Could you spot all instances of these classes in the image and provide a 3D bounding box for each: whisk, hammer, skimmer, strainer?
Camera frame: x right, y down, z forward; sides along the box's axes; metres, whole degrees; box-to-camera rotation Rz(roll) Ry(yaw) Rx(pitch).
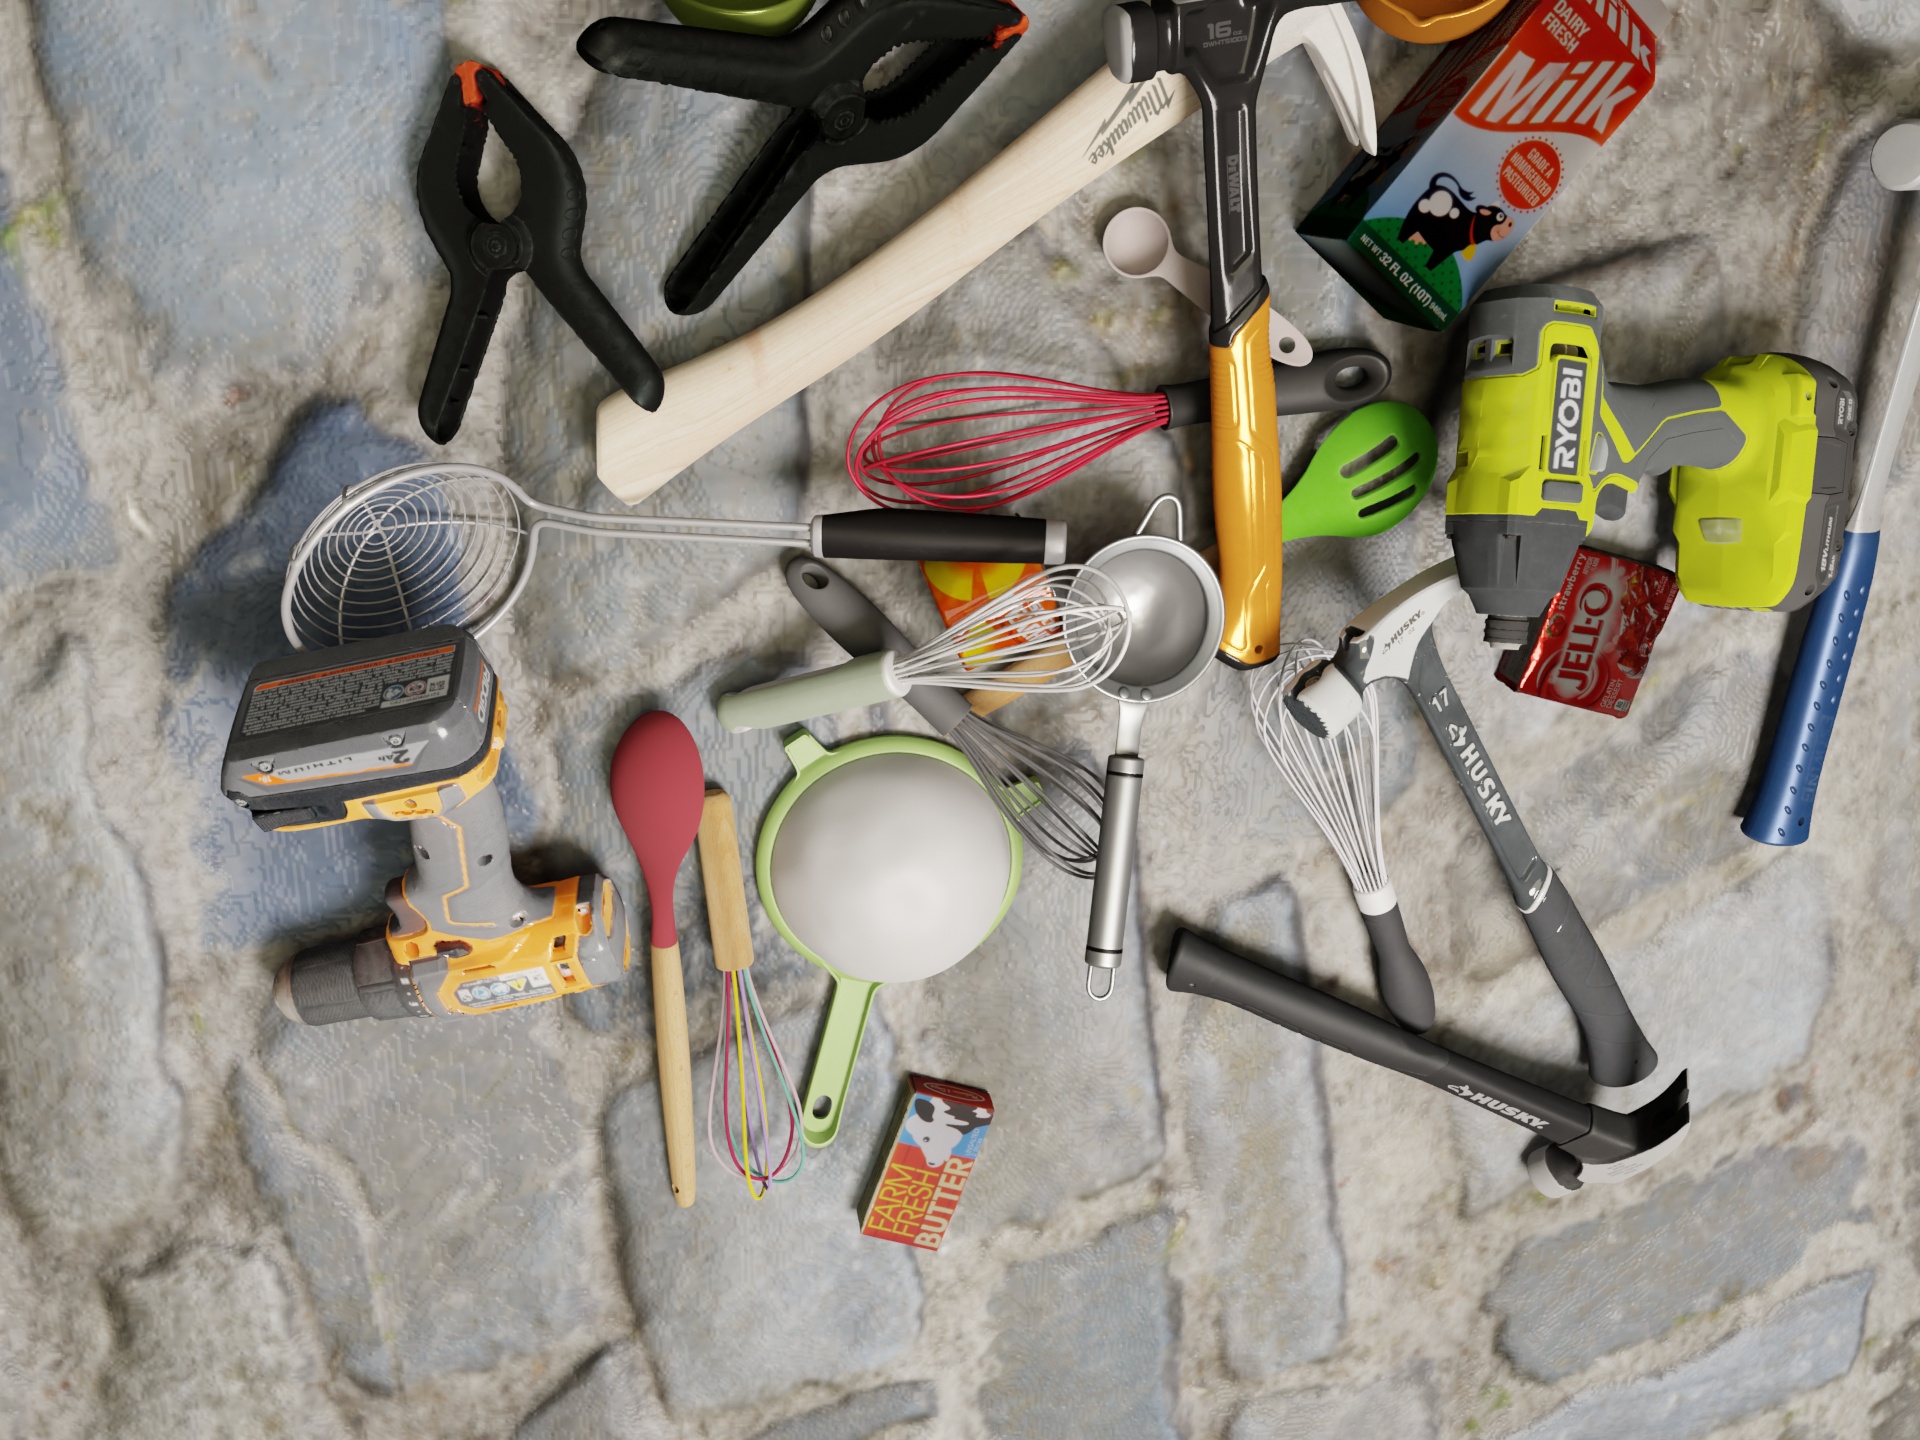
[{"bbox_3d":[0.229,0.074,0.917,0.070,0.070,0.284,-24,116,0],"label":"whisk"},{"bbox_3d":[0.000,-0.004,0.839,0.239,0.055,0.055,43,98,-6],"label":"whisk"},{"bbox_3d":[0.143,-0.176,0.770,0.127,0.034,0.336,-14,122,-9],"label":"hammer"},{"bbox_3d":[0.000,-0.224,0.764,0.410,0.038,0.146,-33,121,10],"label":"hammer"},{"bbox_3d":[-0.131,-0.068,0.762,0.363,0.090,0.127,2,145,0],"label":"skimmer"},{"bbox_3d":[-0.123,0.157,0.889,0.051,0.047,0.245,5,108,34],"label":"whisk"},{"bbox_3d":[0.085,-0.156,0.811,0.296,0.073,0.073,-12,111,-12],"label":"whisk"},{"bbox_3d":[0.083,0.015,0.810,0.087,0.050,0.258,6,91,-14],"label":"strainer"},{"bbox_3d":[0.272,0.198,0.948,0.334,0.035,0.146,24,142,-10],"label":"hammer"},{"bbox_3d":[-0.049,0.137,0.883,0.151,0.069,0.256,12,105,-13],"label":"strainer"},{"bbox_3d":[0.510,-0.118,0.886,0.144,0.035,0.405,-11,117,-30],"label":"hammer"},{"bbox_3d":[0.324,0.078,0.909,0.149,0.036,0.408,-42,121,-10],"label":"hammer"},{"bbox_3d":[-0.025,-0.026,0.788,0.246,0.057,0.059,-13,87,31],"label":"whisk"}]

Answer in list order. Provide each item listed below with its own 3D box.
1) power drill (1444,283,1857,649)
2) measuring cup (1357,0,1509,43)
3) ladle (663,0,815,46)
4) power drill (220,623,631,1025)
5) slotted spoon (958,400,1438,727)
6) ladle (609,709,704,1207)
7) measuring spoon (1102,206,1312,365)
[{"bbox_3d":[0.345,-0.120,0.809,0.223,0.080,0.171,1,96,-26],"label":"power drill"},{"bbox_3d":[0.185,-0.375,0.757,0.173,0.052,0.095,14,96,12],"label":"measuring cup"},{"bbox_3d":[-0.057,-0.451,0.683,0.078,0.062,0.320,21,103,4],"label":"ladle"},{"bbox_3d":[-0.283,0.071,0.791,0.185,0.084,0.226,-11,134,1],"label":"power drill"},{"bbox_3d":[0.122,-0.074,0.860,0.314,0.031,0.070,-30,115,4],"label":"slotted spoon"},{"bbox_3d":[-0.163,0.144,0.884,0.031,0.069,0.315,-26,125,-44],"label":"ladle"},{"bbox_3d":[0.125,-0.216,0.805,0.124,0.018,0.034,32,98,-8],"label":"measuring spoon"}]
